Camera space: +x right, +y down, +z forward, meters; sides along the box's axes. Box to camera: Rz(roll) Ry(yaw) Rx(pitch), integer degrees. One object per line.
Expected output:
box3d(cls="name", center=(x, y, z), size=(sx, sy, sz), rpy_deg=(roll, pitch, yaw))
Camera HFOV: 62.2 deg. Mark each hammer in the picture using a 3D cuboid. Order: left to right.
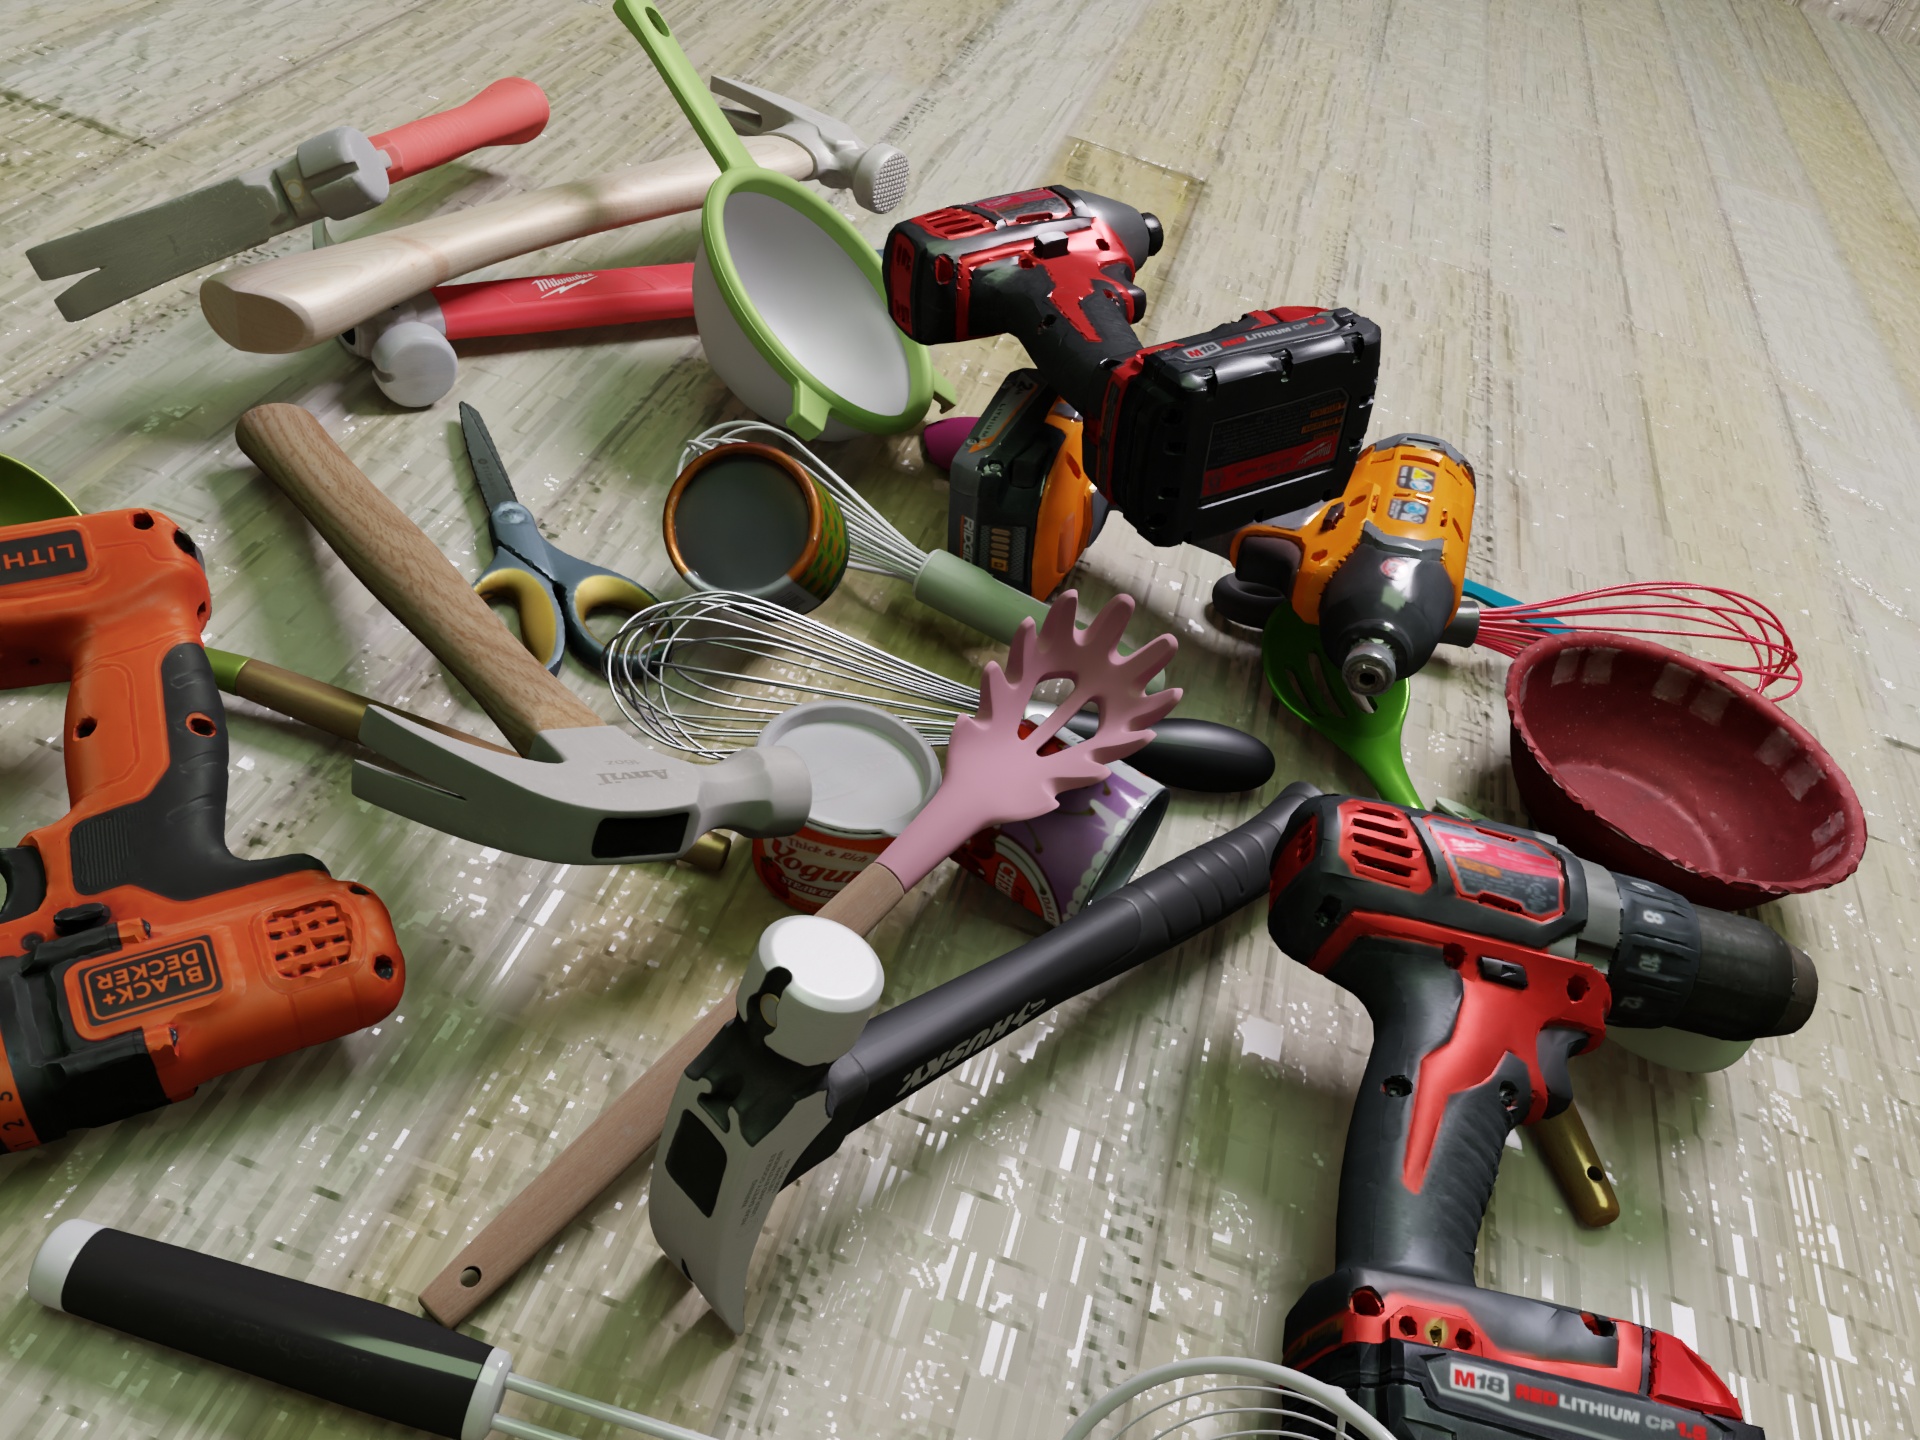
box3d(cls="hammer", center=(-0.285, -0.270, 0.772), size=(0.149, 0.036, 0.359), rpy_deg=(-15, 25, 12))
box3d(cls="hammer", center=(-0.197, -0.045, 0.582), size=(0.130, 0.031, 0.332), rpy_deg=(-4, 32, -43))
box3d(cls="hammer", center=(-0.204, -0.266, 0.820), size=(0.146, 0.038, 0.411), rpy_deg=(31, 41, 21))
box3d(cls="hammer", center=(-0.146, -0.244, 0.870), size=(0.386, 0.038, 0.143), rpy_deg=(-16, 49, -32))
box3d(cls="hammer", center=(0.036, 0.082, 0.525), size=(0.035, 0.146, 0.334), rpy_deg=(41, 34, 24))

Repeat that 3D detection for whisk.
box3d(cls="whisk", center=(-0.021, -0.069, 0.701), size=(0.246, 0.057, 0.059), rpy_deg=(28, 76, 13))
box3d(cls="whisk", center=(-0.001, -0.001, 0.640), size=(0.284, 0.070, 0.070), rpy_deg=(10, 41, -17))
box3d(cls="whisk", center=(0.269, -0.044, 0.780), size=(0.296, 0.073, 0.073), rpy_deg=(7, 41, -2))

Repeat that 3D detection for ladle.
box3d(cls="ladle", center=(-0.231, -0.016, 0.572), size=(0.320, 0.062, 0.078), rpy_deg=(21, 29, 0))

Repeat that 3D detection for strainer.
box3d(cls="strainer", center=(-0.115, -0.238, 0.793), size=(0.256, 0.069, 0.151), rpy_deg=(58, 31, 1))

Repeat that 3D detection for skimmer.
box3d(cls="skimmer", center=(-0.062, 0.182, 0.381), size=(0.363, 0.090, 0.127), rpy_deg=(16, 72, 2))

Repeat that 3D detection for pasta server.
box3d(cls="pasta server", center=(-0.040, 0.065, 0.501), size=(0.060, 0.040, 0.316), rpy_deg=(44, 61, 7))

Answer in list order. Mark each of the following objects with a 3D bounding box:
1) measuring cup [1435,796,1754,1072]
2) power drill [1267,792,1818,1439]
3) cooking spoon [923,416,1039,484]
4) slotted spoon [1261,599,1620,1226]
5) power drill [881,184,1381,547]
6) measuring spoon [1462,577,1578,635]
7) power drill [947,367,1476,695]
box3d(cls="measuring cup", center=(0.247, 0.084, 0.647), size=(0.083, 0.038, 0.168), rpy_deg=(7, 22, -33))
box3d(cls="power drill", center=(0.187, 0.134, 0.496), size=(0.188, 0.080, 0.227), rpy_deg=(14, 52, -4))
box3d(cls="cooking spoon", center=(0.136, -0.138, 0.864), size=(0.318, 0.017, 0.069), rpy_deg=(2, 43, -16))
box3d(cls="slotted spoon", center=(0.193, 0.061, 0.655), size=(0.070, 0.031, 0.314), rpy_deg=(-3, 46, -12))
box3d(cls="power drill", center=(0.075, -0.173, 0.703), size=(0.143, 0.078, 0.220), rpy_deg=(-19, 45, -25))
box3d(cls="measuring spoon", center=(0.273, -0.055, 0.826), size=(0.128, 0.021, 0.042), rpy_deg=(24, 34, -7))
box3d(cls="power drill", center=(0.112, -0.082, 0.717), size=(0.226, 0.084, 0.164), rpy_deg=(13, 40, 12))
